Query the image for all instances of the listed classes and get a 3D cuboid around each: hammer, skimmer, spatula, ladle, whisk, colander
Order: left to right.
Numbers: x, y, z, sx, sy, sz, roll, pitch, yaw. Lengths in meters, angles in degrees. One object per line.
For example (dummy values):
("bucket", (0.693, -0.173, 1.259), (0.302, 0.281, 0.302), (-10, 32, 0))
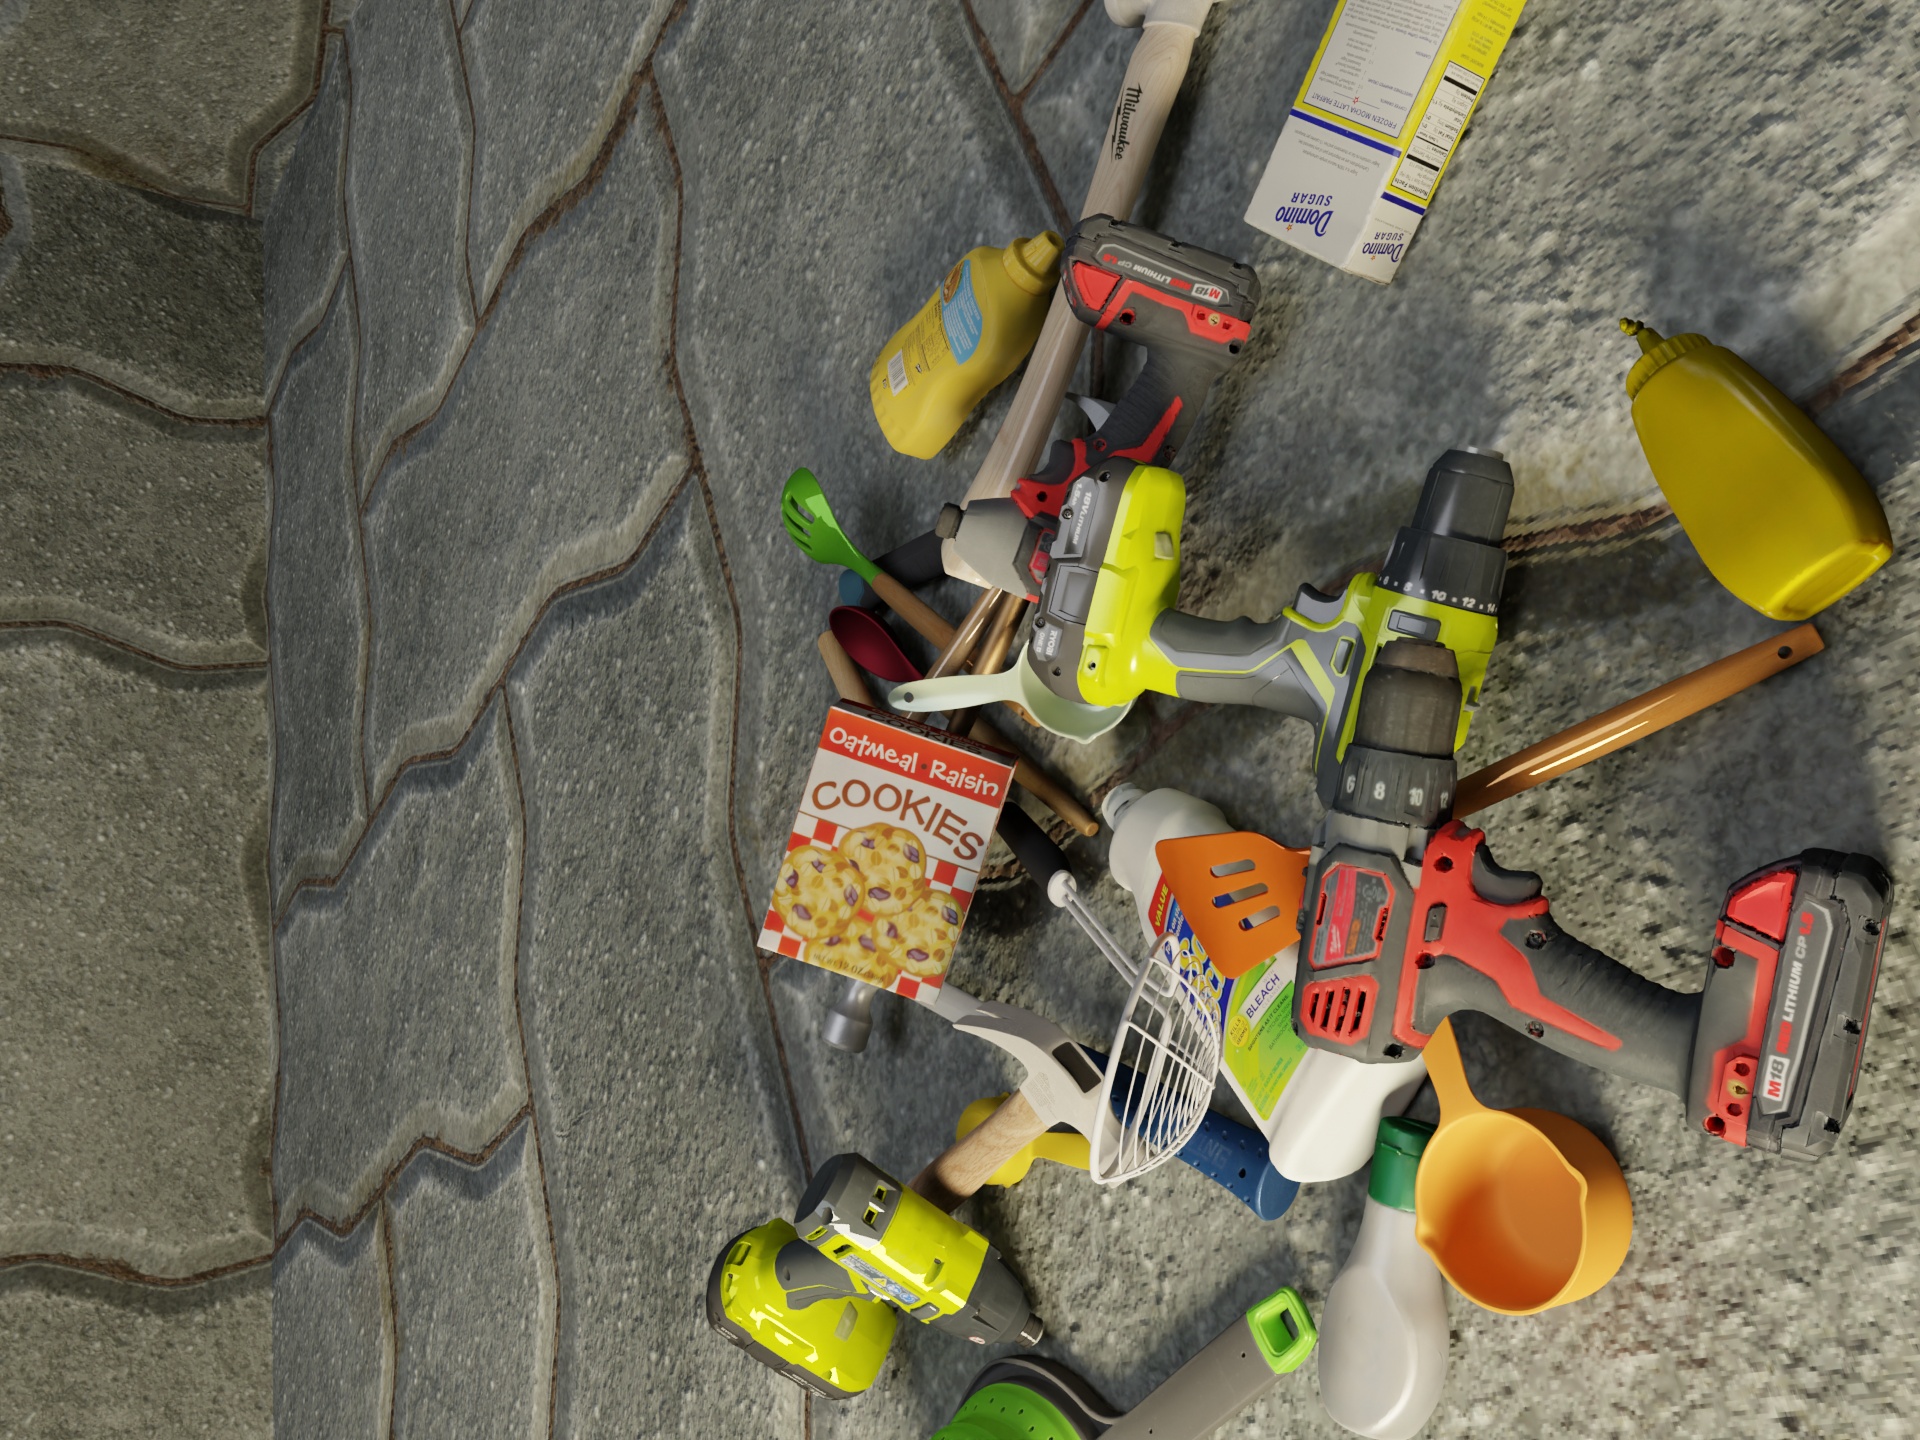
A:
("whisk", (-0.067, 0.014, 1.193), (0.047, 0.051, 0.245), (73, 172, -45))
("ladle", (-0.002, -0.003, 1.043), (0.078, 0.062, 0.320), (30, 108, 19))
("ladle", (-0.002, -0.004, 1.118), (0.316, 0.031, 0.069), (41, 159, 44))
("hammer", (0.003, 0.280, 1.010), (0.130, 0.031, 0.331), (54, 141, 15))
("hammer", (0.014, -0.131, 1.117), (0.331, 0.033, 0.128), (-19, 70, 51))
("hammer", (0.050, 0.202, 1.002), (0.406, 0.035, 0.144), (17, 87, 51))
("skimmer", (0.053, 0.122, 0.906), (0.364, 0.090, 0.127), (-130, 44, -63))
("colander", (0.057, 0.441, 0.916), (0.397, 0.094, 0.205), (-55, 45, 33))
("hammer", (0.083, -0.278, 1.002), (0.146, 0.038, 0.410), (27, 99, 50))
("spatula", (0.234, 0.034, 0.739), (0.322, 0.041, 0.081), (-29, 88, 26))

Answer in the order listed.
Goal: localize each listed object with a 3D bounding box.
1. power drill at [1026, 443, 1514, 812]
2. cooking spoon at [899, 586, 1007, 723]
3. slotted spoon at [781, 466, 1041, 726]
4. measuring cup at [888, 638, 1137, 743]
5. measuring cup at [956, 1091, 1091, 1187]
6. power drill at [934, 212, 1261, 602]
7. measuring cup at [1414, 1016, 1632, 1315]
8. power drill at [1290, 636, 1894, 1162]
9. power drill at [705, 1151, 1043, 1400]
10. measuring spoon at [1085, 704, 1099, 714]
("power drill", (0.163, -0.063, 0.823), (0.229, 0.080, 0.190), (19, 101, 28))
("cooking spoon", (-0.042, 0.010, 1.099), (0.318, 0.017, 0.069), (-55, 33, 22))
("slotted spoon", (-0.043, -0.089, 1.143), (0.314, 0.031, 0.070), (42, 142, 33))
("measuring cup", (0.035, -0.025, 1.009), (0.167, 0.038, 0.083), (-6, 99, 23))
("measuring cup", (0.048, 0.271, 1.008), (0.156, 0.029, 0.062), (-13, 74, 55))
("power drill", (0.080, -0.172, 0.933), (0.078, 0.143, 0.219), (-84, 13, -83))
("measuring cup", (0.249, 0.183, 0.739), (0.095, 0.052, 0.174), (-41, 51, 42))
("power drill", (0.254, 0.070, 0.663), (0.227, 0.080, 0.188), (11, 94, 33))
("power drill", (-0.061, 0.375, 1.047), (0.223, 0.171, 0.080), (-43, 14, 47))
("measuring spoon", (0.095, -0.040, 1.011), (0.117, 0.011, 0.021), (-61, 42, 27))
